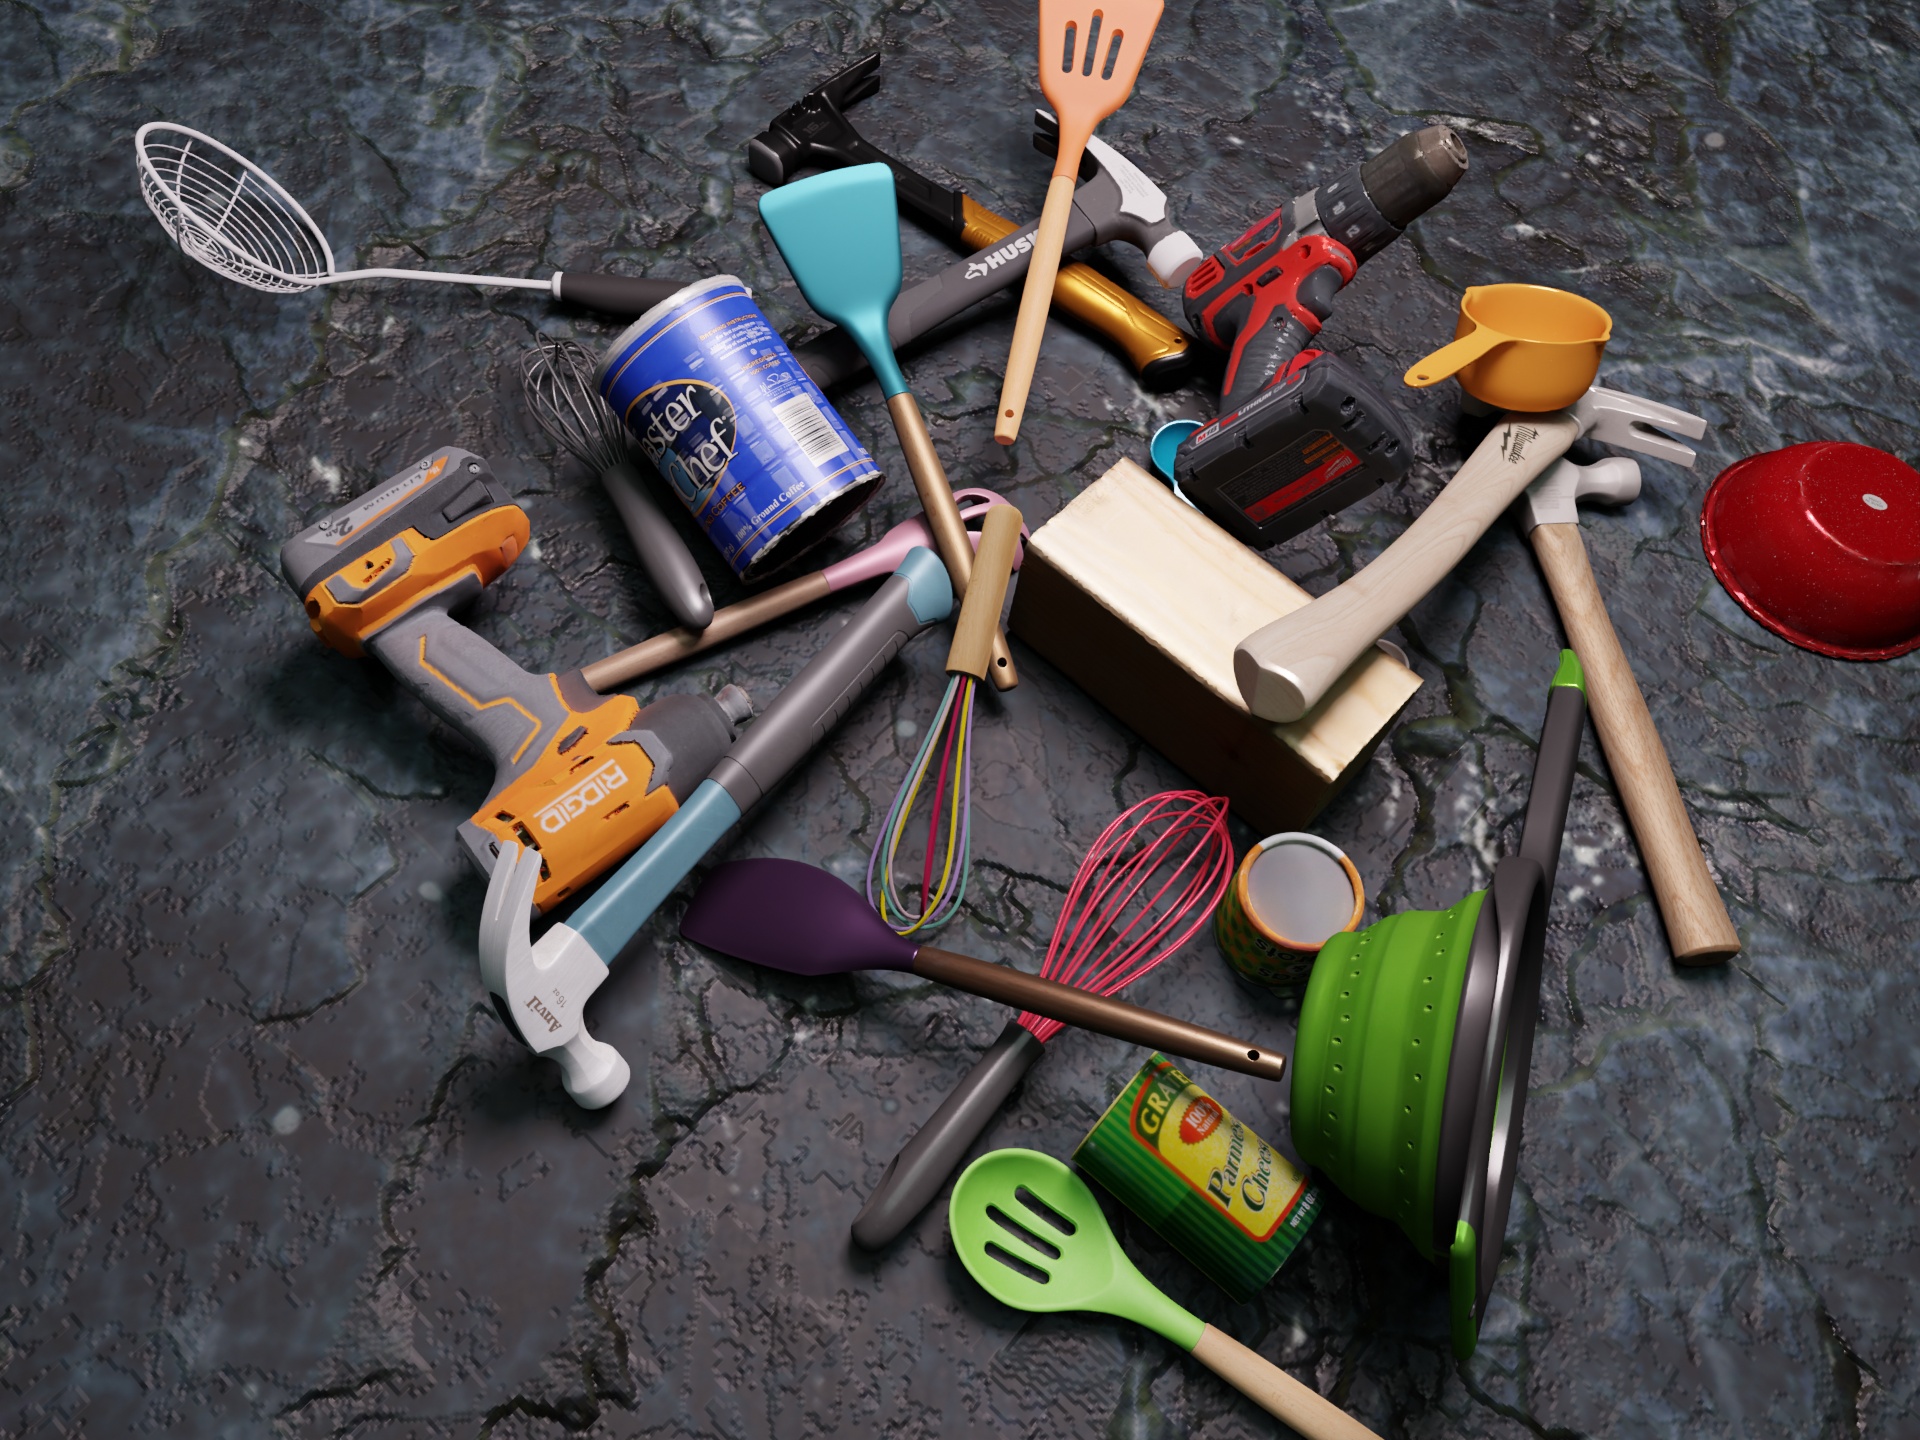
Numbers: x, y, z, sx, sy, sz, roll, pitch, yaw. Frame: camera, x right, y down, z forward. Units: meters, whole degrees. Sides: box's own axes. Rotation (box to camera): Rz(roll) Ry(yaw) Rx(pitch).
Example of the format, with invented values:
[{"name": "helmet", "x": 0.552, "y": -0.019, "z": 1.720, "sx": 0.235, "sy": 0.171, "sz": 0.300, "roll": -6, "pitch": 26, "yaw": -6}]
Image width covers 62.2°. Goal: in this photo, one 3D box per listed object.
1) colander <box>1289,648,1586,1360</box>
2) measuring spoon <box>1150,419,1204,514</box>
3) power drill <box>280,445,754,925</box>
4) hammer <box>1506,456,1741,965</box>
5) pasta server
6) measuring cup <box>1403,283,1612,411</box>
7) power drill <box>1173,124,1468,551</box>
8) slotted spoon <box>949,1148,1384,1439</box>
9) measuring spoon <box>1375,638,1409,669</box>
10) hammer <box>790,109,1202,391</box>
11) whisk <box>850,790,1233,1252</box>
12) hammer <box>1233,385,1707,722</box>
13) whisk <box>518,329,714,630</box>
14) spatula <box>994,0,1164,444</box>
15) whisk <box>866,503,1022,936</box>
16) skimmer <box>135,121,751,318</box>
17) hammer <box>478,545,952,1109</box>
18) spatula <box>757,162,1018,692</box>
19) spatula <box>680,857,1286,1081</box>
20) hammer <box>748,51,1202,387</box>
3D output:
[{"name": "colander", "x": 0.240, "y": 0.103, "z": 0.790, "sx": 0.094, "sy": 0.204, "sz": 0.397, "roll": 7, "pitch": 47, "yaw": 24}, {"name": "measuring spoon", "x": 0.139, "y": -0.124, "z": 0.977, "sx": 0.042, "sy": 0.021, "sz": 0.129, "roll": -2, "pitch": 70, "yaw": 5}, {"name": "power drill", "x": -0.226, "y": -0.028, "z": 0.831, "sx": 0.164, "sy": 0.084, "sz": 0.226, "roll": -36, "pitch": 81, "yaw": -16}, {"name": "hammer", "x": 0.378, "y": -0.017, "z": 0.929, "sx": 0.130, "sy": 0.031, "sz": 0.332, "roll": -4, "pitch": 62, "yaw": -8}, {"name": "pasta server", "x": -0.102, "y": -0.065, "z": 0.912, "sx": 0.316, "sy": 0.040, "sz": 0.060, "roll": -24, "pitch": 66, "yaw": -13}, {"name": "measuring cup", "x": 0.312, "y": -0.206, "z": 0.943, "sx": 0.173, "sy": 0.052, "sz": 0.095, "roll": -30, "pitch": 48, "yaw": -32}, {"name": "power drill", "x": 0.207, "y": -0.227, "z": 0.908, "sx": 0.080, "sy": 0.188, "sz": 0.227, "roll": 34, "pitch": 46, "yaw": -29}, {"name": "slotted spoon", "x": 0.130, "y": 0.301, "z": 0.732, "sx": 0.314, "sy": 0.031, "sz": 0.070, "roll": 32, "pitch": 63, "yaw": 9}, {"name": "measuring spoon", "x": 0.202, "y": -0.044, "z": 0.939, "sx": 0.124, "sy": 0.018, "sz": 0.034, "roll": 19, "pitch": 61, "yaw": 13}, {"name": "hammer", "x": -0.024, "y": -0.264, "z": 0.998, "sx": 0.335, "sy": 0.035, "sz": 0.146, "roll": -31, "pitch": 73, "yaw": -12}, {"name": "whisk", "x": 0.045, "y": 0.143, "z": 0.794, "sx": 0.073, "sy": 0.073, "sz": 0.296, "roll": 37, "pitch": 69, "yaw": 14}, {"name": "hammer", "x": 0.279, "y": -0.104, "z": 0.879, "sx": 0.146, "sy": 0.038, "sz": 0.411, "roll": 24, "pitch": 43, "yaw": 28}, {"name": "whisk", "x": -0.198, "y": -0.142, "z": 0.922, "sx": 0.055, "sy": 0.055, "sz": 0.239, "roll": -24, "pitch": 62, "yaw": -17}, {"name": "spatula", "x": 0.059, "y": -0.317, "z": 0.978, "sx": 0.081, "sy": 0.041, "sz": 0.323, "roll": 12, "pitch": 71, "yaw": 2}, {"name": "whisk", "x": 0.000, "y": -0.003, "z": 0.850, "sx": 0.051, "sy": 0.047, "sz": 0.245, "roll": 16, "pitch": 75, "yaw": -7}, {"name": "skimmer", "x": -0.311, "y": -0.303, "z": 0.984, "sx": 0.363, "sy": 0.090, "sz": 0.127, "roll": 4, "pitch": 30, "yaw": -6}, {"name": "hammer", "x": -0.111, "y": 0.031, "z": 0.806, "sx": 0.033, "sy": 0.128, "sz": 0.331, "roll": 11, "pitch": 51, "yaw": 45}, {"name": "spatula", "x": -0.028, "y": -0.165, "z": 0.907, "sx": 0.082, "sy": 0.044, "sz": 0.318, "roll": -19, "pitch": 78, "yaw": -11}, {"name": "spatula", "x": 0.004, "y": 0.122, "z": 0.775, "sx": 0.316, "sy": 0.018, "sz": 0.060, "roll": 14, "pitch": 61, "yaw": 23}, {"name": "hammer", "x": 0.023, "y": -0.329, "z": 1.065, "sx": 0.337, "sy": 0.034, "sz": 0.127, "roll": 37, "pitch": 65, "yaw": 14}]
